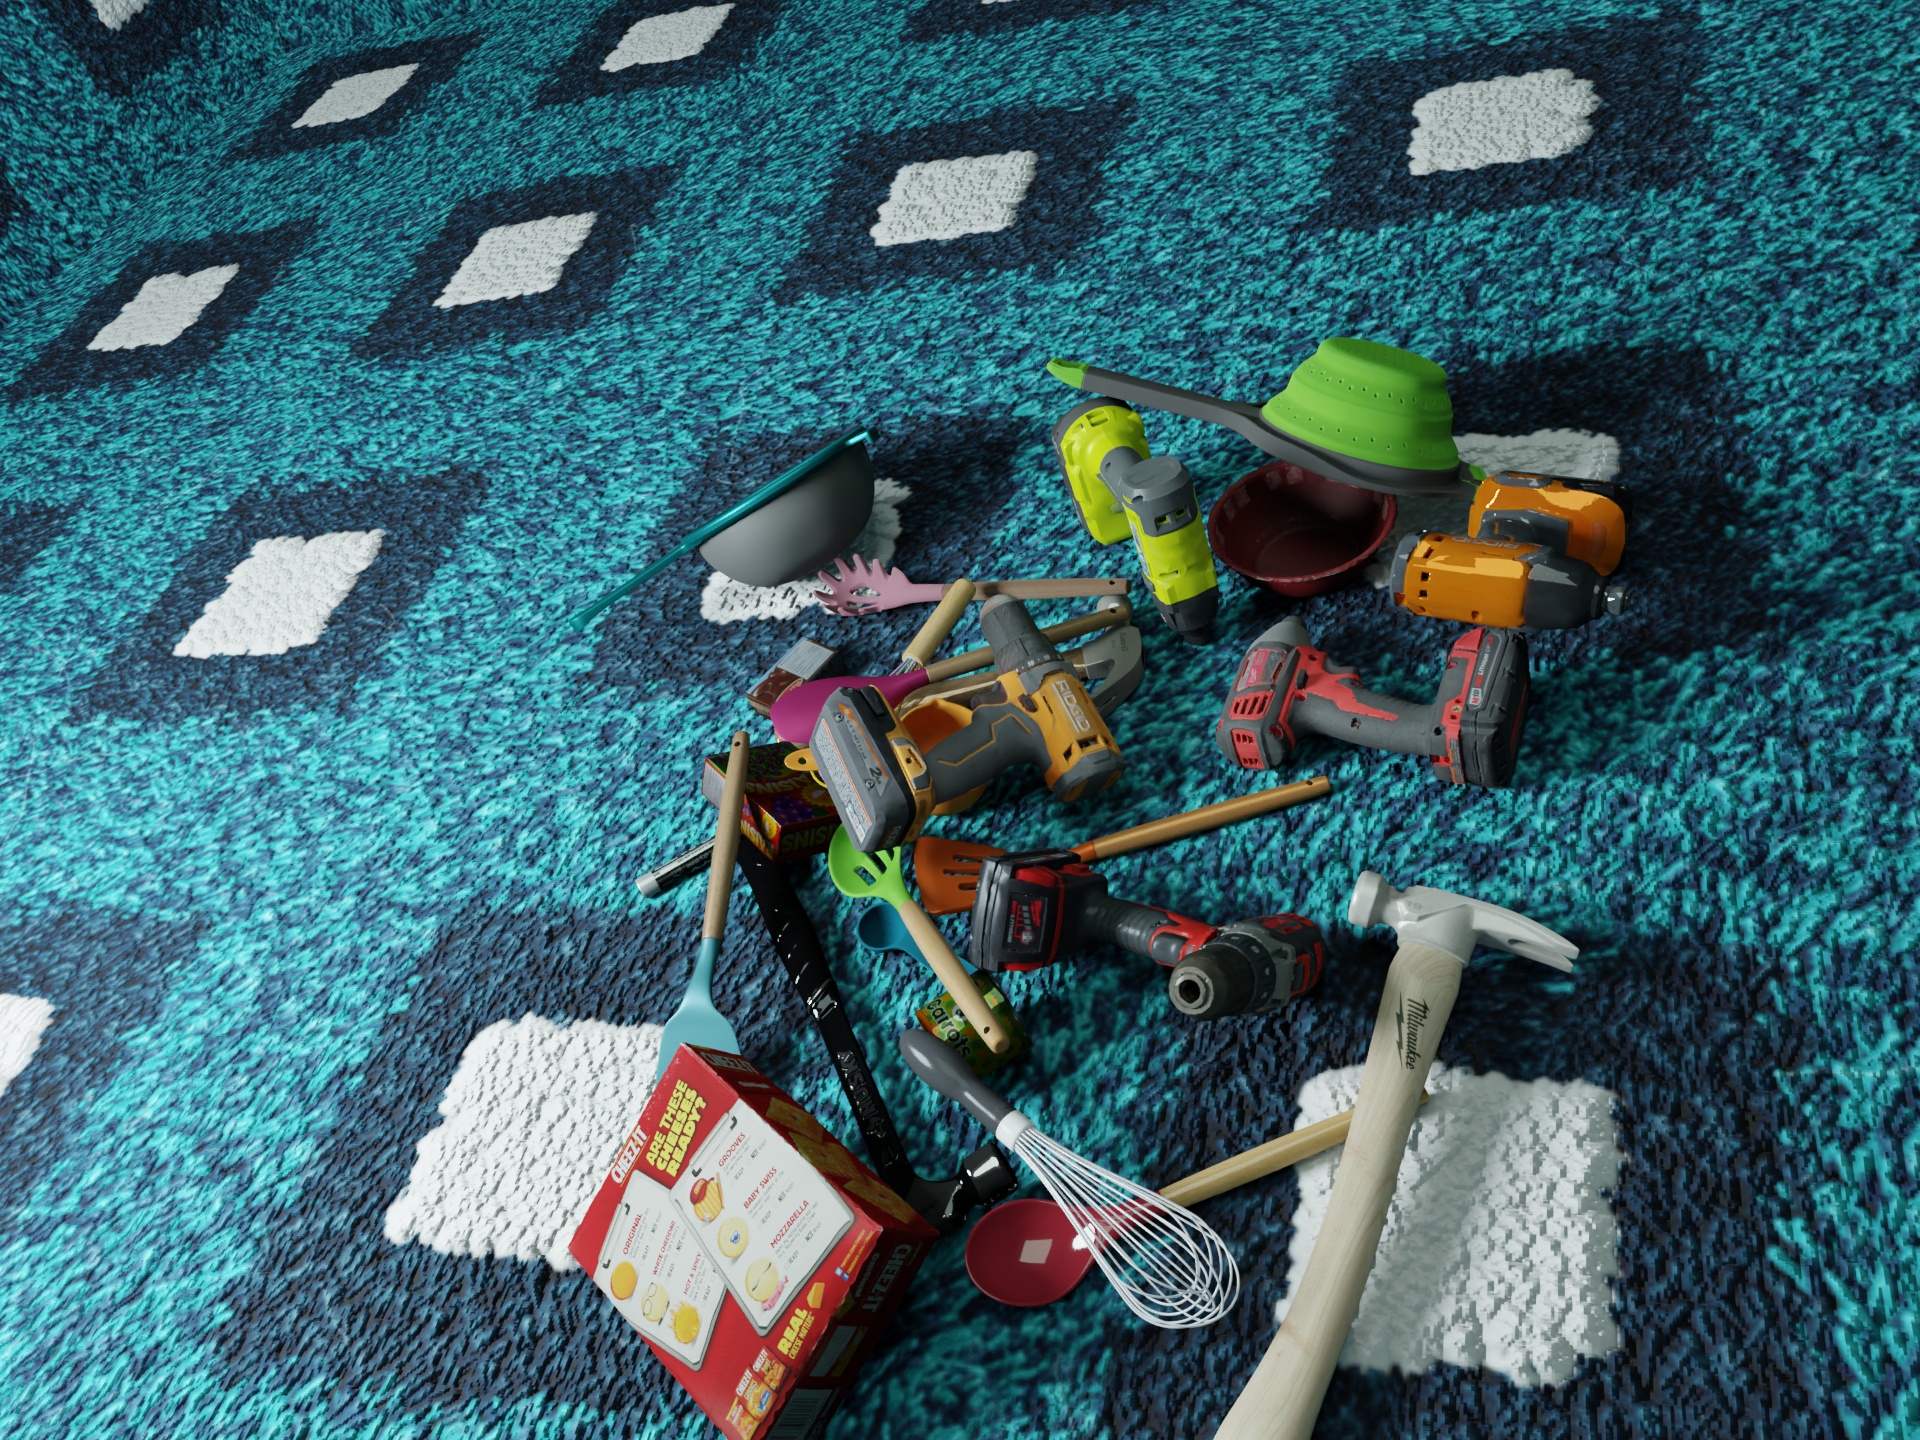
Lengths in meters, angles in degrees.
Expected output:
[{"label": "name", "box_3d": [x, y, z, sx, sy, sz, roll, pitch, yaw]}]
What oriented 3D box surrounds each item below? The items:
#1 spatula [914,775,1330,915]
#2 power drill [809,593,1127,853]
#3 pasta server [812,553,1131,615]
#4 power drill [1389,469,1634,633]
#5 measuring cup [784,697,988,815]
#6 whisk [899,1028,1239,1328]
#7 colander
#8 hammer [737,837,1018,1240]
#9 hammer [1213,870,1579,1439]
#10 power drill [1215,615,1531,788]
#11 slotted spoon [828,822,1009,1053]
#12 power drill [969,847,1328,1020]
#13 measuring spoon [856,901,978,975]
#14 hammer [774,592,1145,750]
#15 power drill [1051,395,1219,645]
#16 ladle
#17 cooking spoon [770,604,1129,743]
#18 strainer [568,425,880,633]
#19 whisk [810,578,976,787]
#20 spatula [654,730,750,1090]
[{"label": "spatula", "box_3d": [0.125, 0.087, 1.221, 0.322, 0.041, 0.081, -16, 43, 4]}, {"label": "power drill", "box_3d": [-0.002, -0.004, 1.252, 0.226, 0.084, 0.185, -15, 66, -25]}, {"label": "pasta server", "box_3d": [0.006, -0.121, 1.451, 0.316, 0.040, 0.060, 1, 64, 30]}, {"label": "power drill", "box_3d": [0.442, -0.125, 1.213, 0.164, 0.084, 0.226, 13, 27, 31]}, {"label": "measuring cup", "box_3d": [-0.058, 0.037, 1.293, 0.173, 0.052, 0.095, -4, 62, -12]}, {"label": "whisk", "box_3d": [0.059, 0.278, 1.004, 0.070, 0.070, 0.285, -41, 51, -19]}, {"label": "colander", "box_3d": [0.274, -0.294, 1.382, 0.397, 0.094, 0.204, 16, 26, 8]}, {"label": "hammer", "box_3d": [-0.101, 0.223, 1.179, 0.149, 0.036, 0.409, -31, 43, -1]}, {"label": "hammer", "box_3d": [0.256, 0.282, 0.969, 0.146, 0.038, 0.411, 16, 59, 21]}, {"label": "power drill", "box_3d": [0.318, -0.022, 1.230, 0.220, 0.078, 0.143, 5, 49, 29]}, {"label": "slotted spoon", "box_3d": [-0.030, 0.152, 1.159, 0.070, 0.031, 0.314, -51, 31, 4]}, {"label": "power drill", "box_3d": [0.118, 0.150, 1.074, 0.227, 0.187, 0.080, 10, 96, 30]}, {"label": "measuring spoon", "box_3d": [-0.024, 0.181, 1.211, 0.129, 0.021, 0.042, 27, 65, 28]}, {"label": "hammer", "box_3d": [-0.002, -0.021, 1.383, 0.331, 0.031, 0.130, -14, 44, 8]}, {"label": "power drill", "box_3d": [0.158, -0.177, 1.386, 0.080, 0.171, 0.223, -23, 35, -1]}, {"label": "ladle", "box_3d": [0.153, 0.296, 1.017, 0.315, 0.031, 0.069, -22, 54, -2]}, {"label": "cooking spoon", "box_3d": [-0.005, -0.045, 1.331, 0.319, 0.017, 0.069, -18, 53, -12]}, {"label": "strainer", "box_3d": [-0.210, -0.156, 1.532, 0.340, 0.095, 0.211, -36, 12, -11]}, {"label": "whisk", "box_3d": [-0.055, -0.037, 1.365, 0.047, 0.051, 0.245, 10, 52, 35]}, {"label": "spatula", "box_3d": [-0.185, 0.151, 1.230, 0.082, 0.044, 0.318, -7, 57, 18]}]
